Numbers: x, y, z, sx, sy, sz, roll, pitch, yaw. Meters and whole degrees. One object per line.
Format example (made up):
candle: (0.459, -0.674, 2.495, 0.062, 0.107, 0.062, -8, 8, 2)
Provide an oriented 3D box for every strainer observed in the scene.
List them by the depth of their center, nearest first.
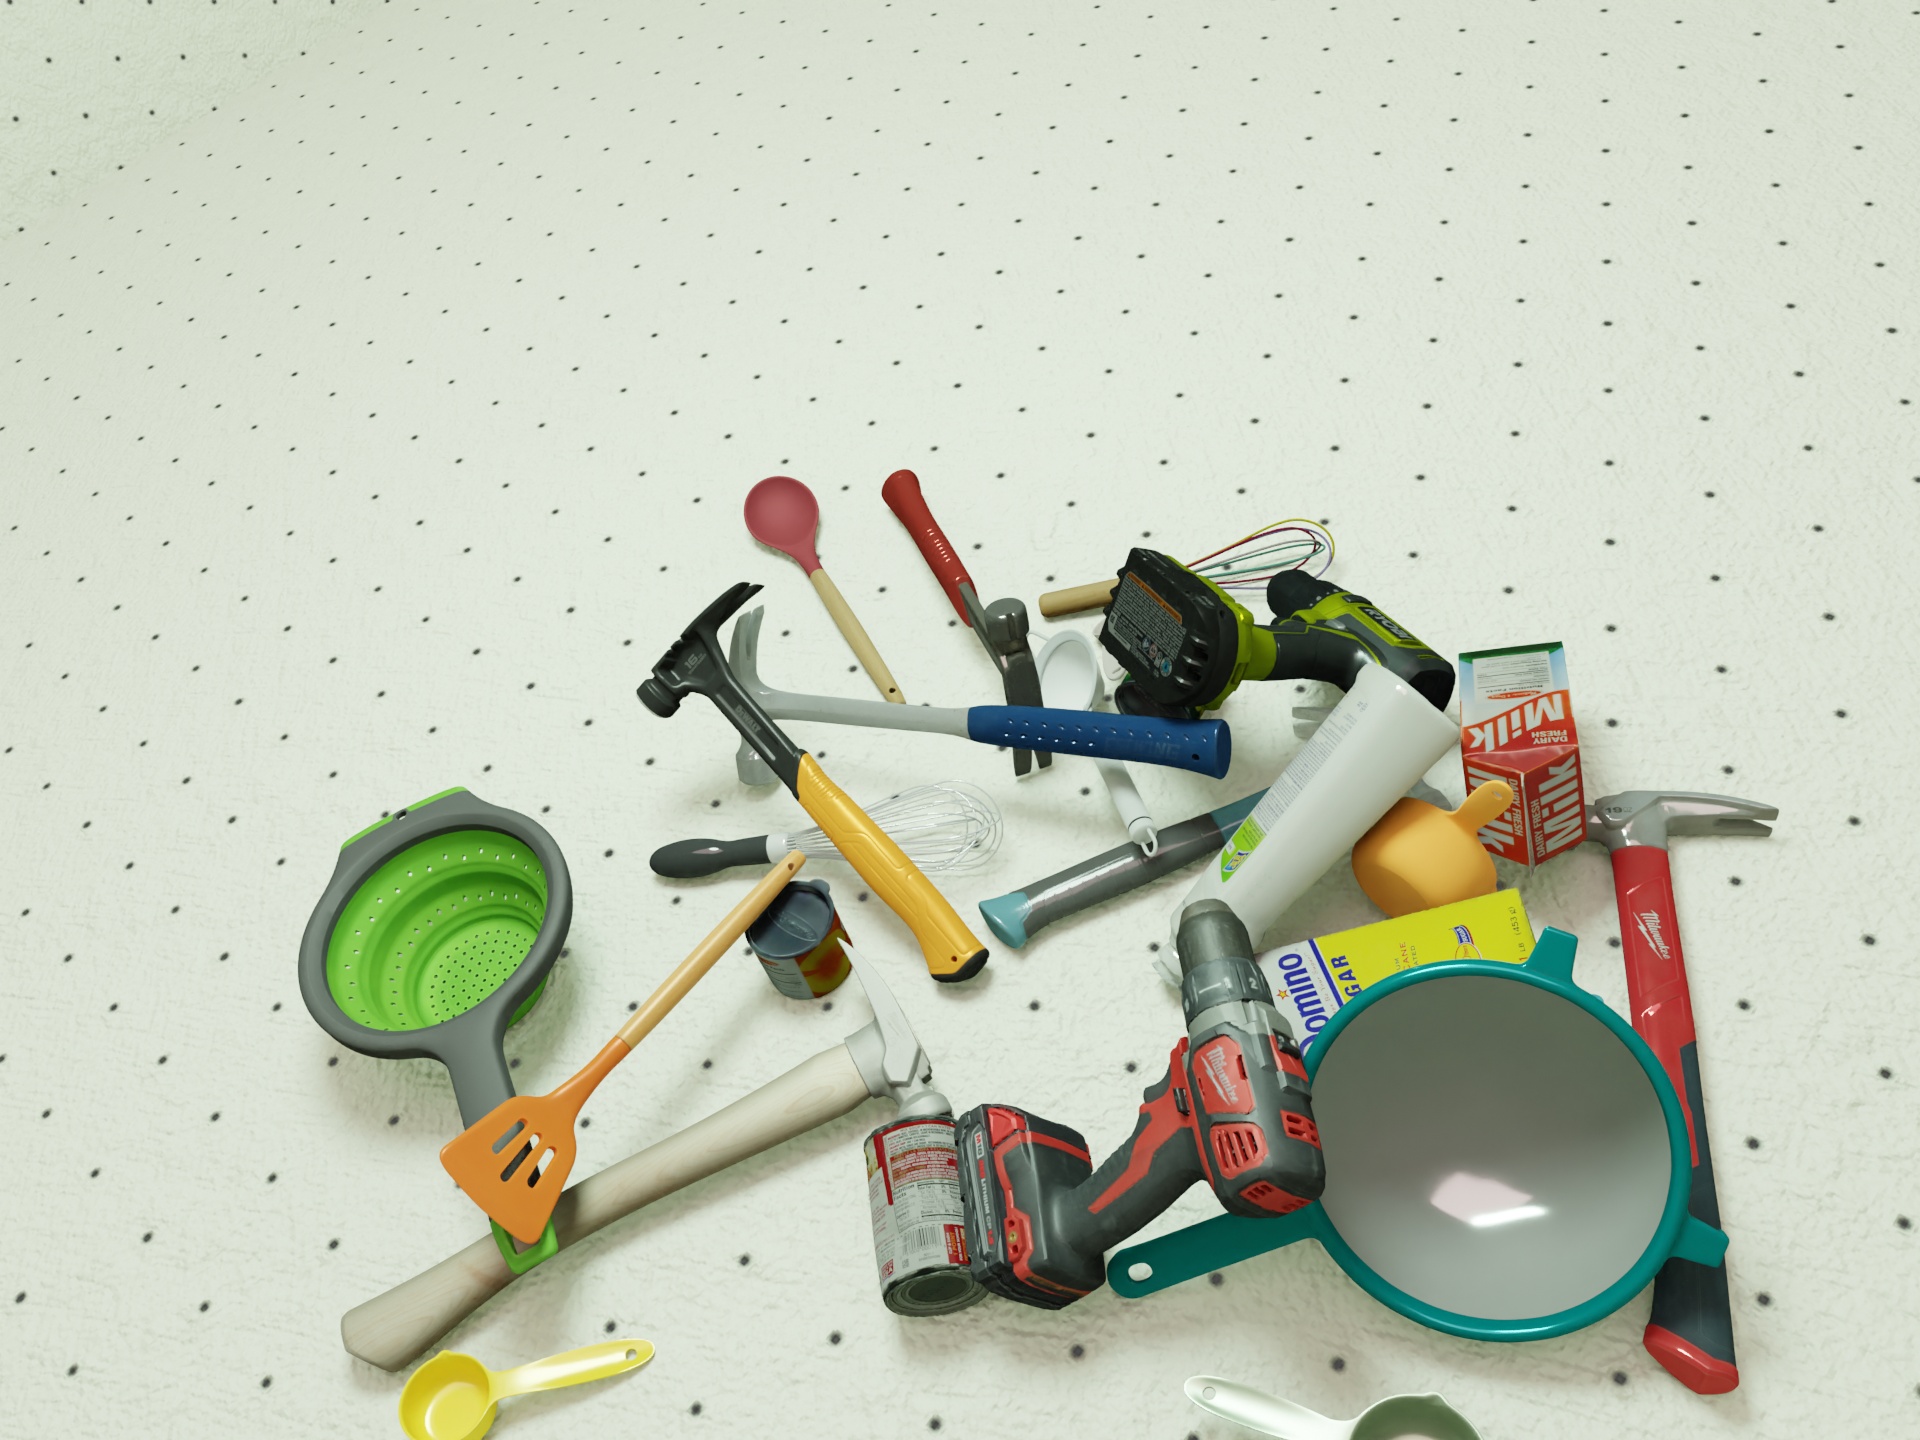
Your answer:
strainer: (0.245, 0.261, 0.929, 0.340, 0.095, 0.211, -27, 84, 20)
strainer: (0.103, 0.014, 1.192, 0.050, 0.086, 0.259, 14, 32, -27)

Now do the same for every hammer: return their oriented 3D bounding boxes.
hammer: (0.442, 0.204, 0.958, 0.143, 0.038, 0.387, 0, 50, 14)
hammer: (-0.216, 0.296, 1.050, 0.410, 0.038, 0.146, -27, 60, -6)
hammer: (0.172, 0.084, 1.140, 0.331, 0.033, 0.128, -23, 49, -4)
hammer: (-0.094, 0.051, 1.153, 0.127, 0.034, 0.337, -47, 74, 14)
hammer: (-0.002, -0.004, 1.167, 0.405, 0.144, 0.035, 5, 23, 27)
hammer: (-0.002, -0.108, 1.320, 0.036, 0.149, 0.359, -17, 36, -8)

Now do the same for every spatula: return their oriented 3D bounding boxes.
spatula: (-0.204, 0.195, 1.051, 0.081, 0.041, 0.323, 47, 58, -7)

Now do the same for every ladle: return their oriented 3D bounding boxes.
ladle: (-0.115, -0.113, 1.395, 0.069, 0.031, 0.316, -28, 50, -6)

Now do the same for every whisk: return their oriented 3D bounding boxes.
whisk: (-0.105, 0.093, 1.199, 0.284, 0.070, 0.070, -8, 48, 15)
whisk: (0.184, -0.121, 1.308, 0.245, 0.047, 0.051, -11, 30, 11)

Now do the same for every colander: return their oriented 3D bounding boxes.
colander: (-0.336, 0.223, 1.122, 0.204, 0.094, 0.398, -27, 50, -7)

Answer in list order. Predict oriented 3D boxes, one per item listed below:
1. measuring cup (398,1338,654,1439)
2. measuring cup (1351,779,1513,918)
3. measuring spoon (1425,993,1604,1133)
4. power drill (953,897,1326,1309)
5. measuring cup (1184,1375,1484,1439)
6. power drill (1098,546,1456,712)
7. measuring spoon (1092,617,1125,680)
measuring cup: (-0.267, 0.415, 0.990, 0.156, 0.029, 0.062, -11, 47, -9)
measuring cup: (0.304, 0.084, 1.014, 0.095, 0.173, 0.052, 42, 73, 13)
measuring spoon: (0.342, 0.211, 0.977, 0.128, 0.021, 0.042, -35, 48, 0)
power drill: (0.101, 0.225, 0.931, 0.226, 0.080, 0.188, -38, 40, 30)
measuring cup: (0.203, 0.394, 0.862, 0.168, 0.038, 0.083, 11, 54, 26)
power drill: (0.221, -0.066, 1.160, 0.228, 0.080, 0.191, 4, 28, -28)
measuring spoon: (0.124, -0.054, 1.256, 0.034, 0.018, 0.124, -30, 21, 16)
